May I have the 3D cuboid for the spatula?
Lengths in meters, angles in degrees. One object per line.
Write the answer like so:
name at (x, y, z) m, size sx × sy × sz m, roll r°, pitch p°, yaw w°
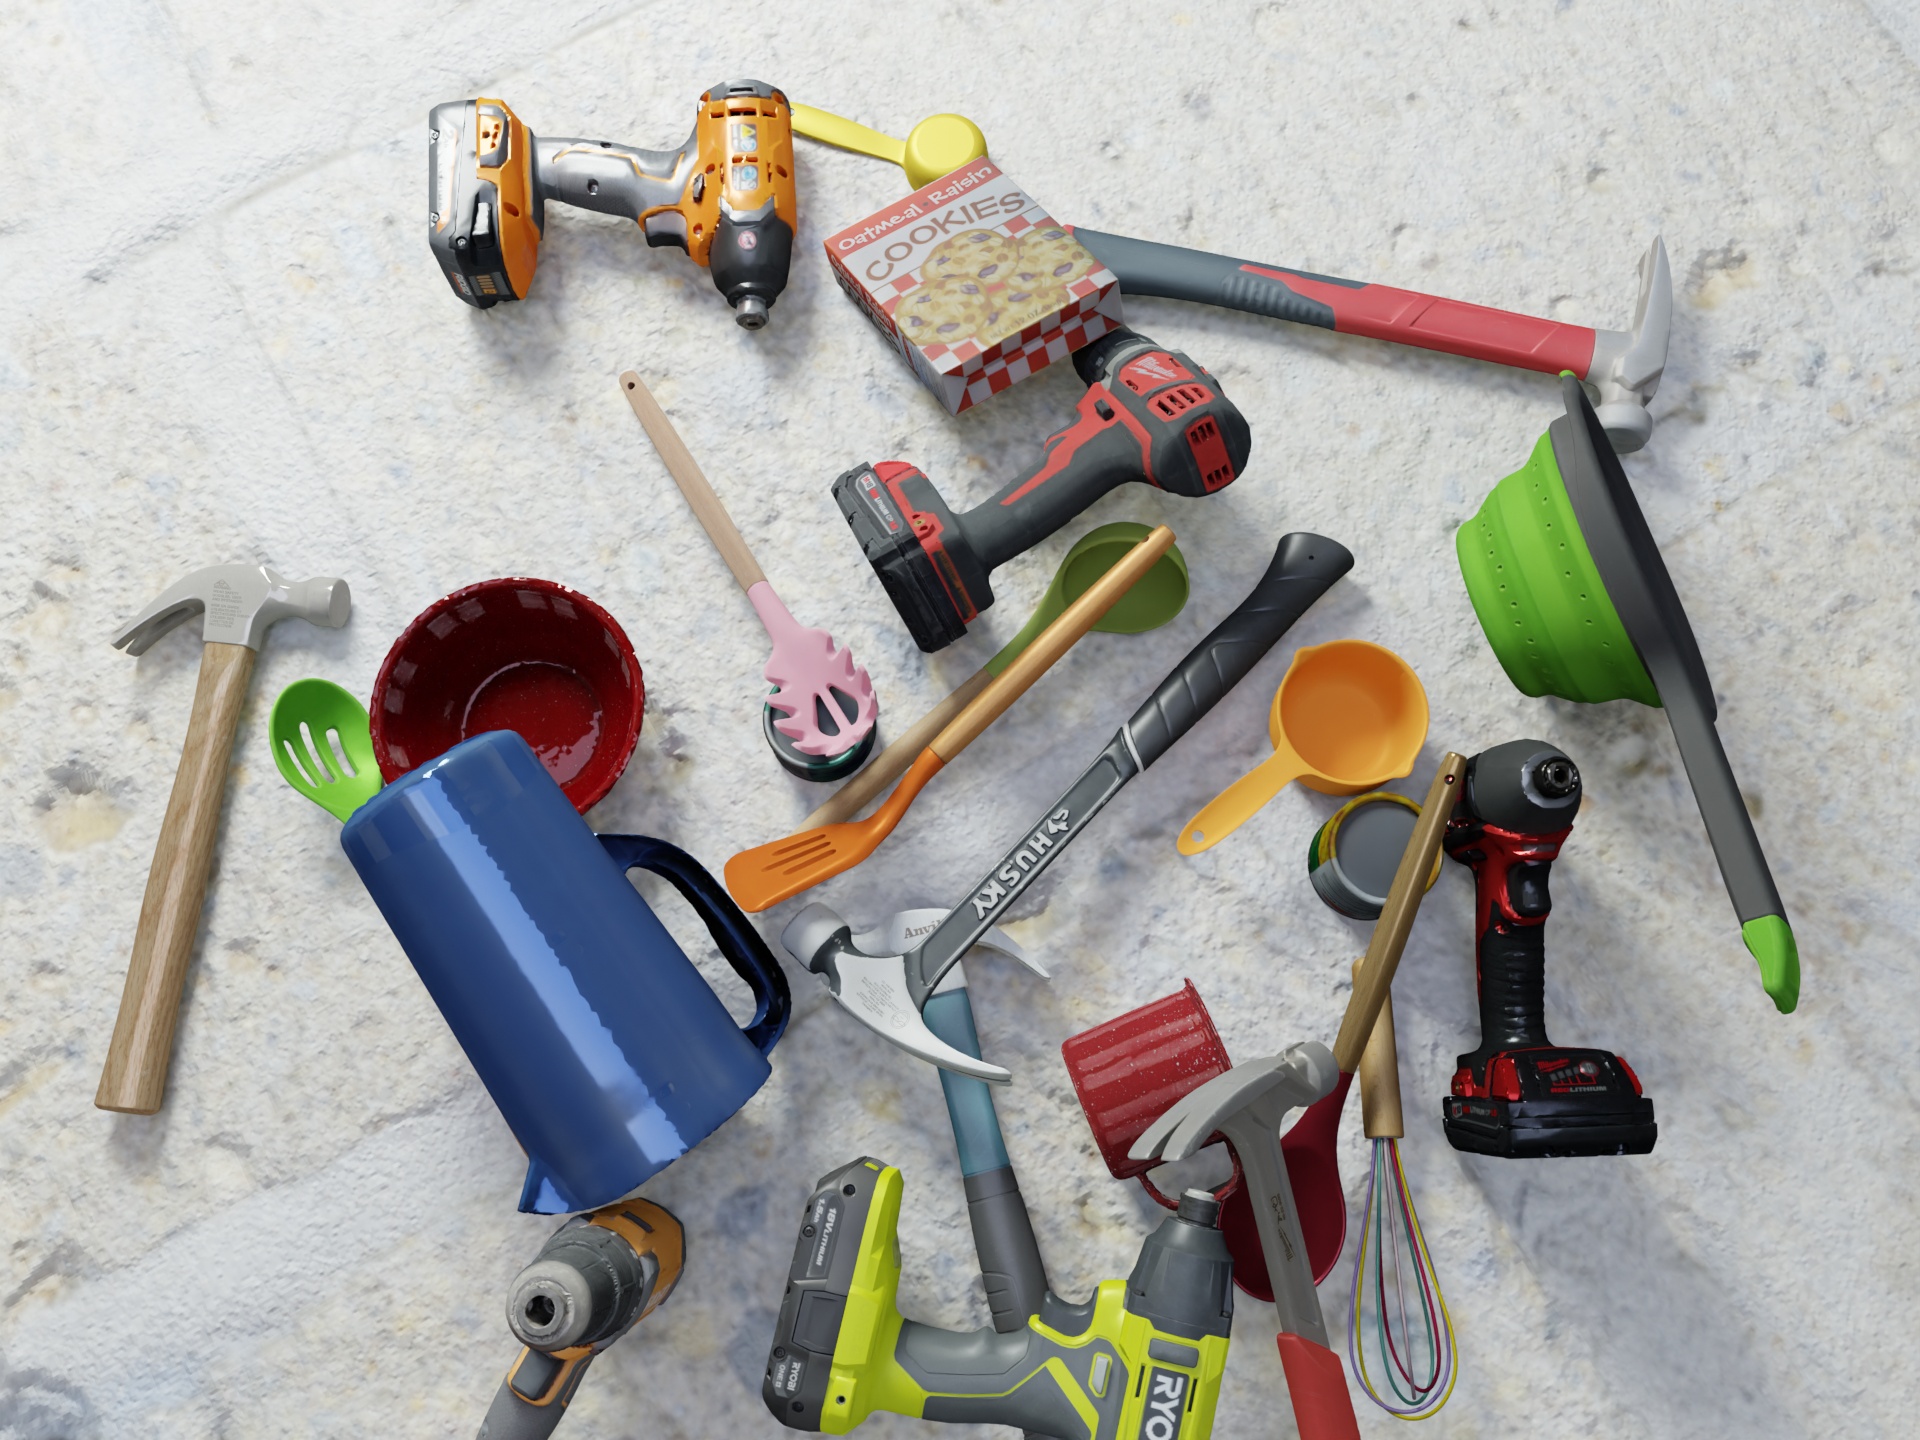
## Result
spatula at (-0.001, -0.003, 0.904) m, size 0.322 × 0.081 × 0.041 m, roll -44°, pitch 114°, yaw -2°

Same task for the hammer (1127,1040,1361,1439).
hammer at (0.178, 0.353, 0.795) m, size 0.149 × 0.037 × 0.359 m, roll -15°, pitch 91°, yaw -46°

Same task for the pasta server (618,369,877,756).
pasta server at (-0.137, -0.103, 0.960) m, size 0.060 × 0.040 × 0.316 m, roll -34°, pitch 67°, yaw 1°

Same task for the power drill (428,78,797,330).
power drill at (-0.218, -0.324, 1.022) m, size 0.226 × 0.084 × 0.164 m, roll -4°, pitch 76°, yaw -3°

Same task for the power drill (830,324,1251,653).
power drill at (0.042, -0.155, 0.948) m, size 0.226 × 0.080 × 0.188 m, roll -29°, pitch 37°, yaw 1°

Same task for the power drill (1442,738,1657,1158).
power drill at (0.307, 0.120, 0.859) m, size 0.078 × 0.143 × 0.220 m, roll -2°, pitch 78°, yaw -2°

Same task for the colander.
colander at (0.347, -0.015, 0.861) m, size 0.094 × 0.204 × 0.398 m, roll -24°, pitch 46°, yaw 27°

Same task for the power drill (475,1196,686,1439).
power drill at (-0.226, 0.350, 0.793) m, size 0.084 × 0.185 × 0.226 m, roll 30°, pitch 81°, yaw 7°

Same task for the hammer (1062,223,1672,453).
hammer at (0.254, -0.278, 1.018) m, size 0.386 × 0.038 × 0.143 m, roll 13°, pitch 75°, yaw 5°

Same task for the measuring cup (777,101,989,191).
measuring cup at (-0.056, -0.391, 1.059) m, size 0.156 × 0.029 × 0.062 m, roll 19°, pitch 77°, yaw 5°

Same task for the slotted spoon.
slotted spoon at (-0.320, 0.115, 0.930) m, size 0.031 × 0.070 × 0.314 m, roll -38°, pitch 78°, yaw 35°

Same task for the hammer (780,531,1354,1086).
hammer at (0.091, 0.033, 0.921) m, size 0.149 × 0.036 × 0.409 m, roll 40°, pitch 74°, yaw 18°

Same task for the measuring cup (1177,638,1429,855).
measuring cup at (0.193, 0.027, 0.933) m, size 0.173 × 0.052 × 0.095 m, roll -38°, pitch 78°, yaw -6°

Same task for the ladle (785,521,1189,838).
ladle at (0.004, -0.004, 0.945) m, size 0.320 × 0.078 × 0.062 m, roll -41°, pitch 38°, yaw -4°

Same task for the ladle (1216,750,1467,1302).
ladle at (0.216, 0.166, 0.870) m, size 0.069 × 0.031 × 0.315 m, roll 20°, pitch 93°, yaw 7°

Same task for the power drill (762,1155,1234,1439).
power drill at (0.025, 0.308, 0.818) m, size 0.223 × 0.080 × 0.171 m, roll 12°, pitch 81°, yaw 6°

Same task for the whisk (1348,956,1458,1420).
whisk at (0.240, 0.253, 0.877) m, size 0.051 × 0.047 × 0.245 m, roll 11°, pitch 68°, yaw -28°

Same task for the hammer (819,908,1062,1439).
hammer at (0.017, 0.265, 0.885) m, size 0.128 × 0.033 × 0.331 m, roll -15°, pitch 76°, yaw -1°

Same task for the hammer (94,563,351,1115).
hammer at (-0.463, 0.065, 0.950) m, size 0.130 × 0.031 × 0.331 m, roll 6°, pitch 76°, yaw 3°
